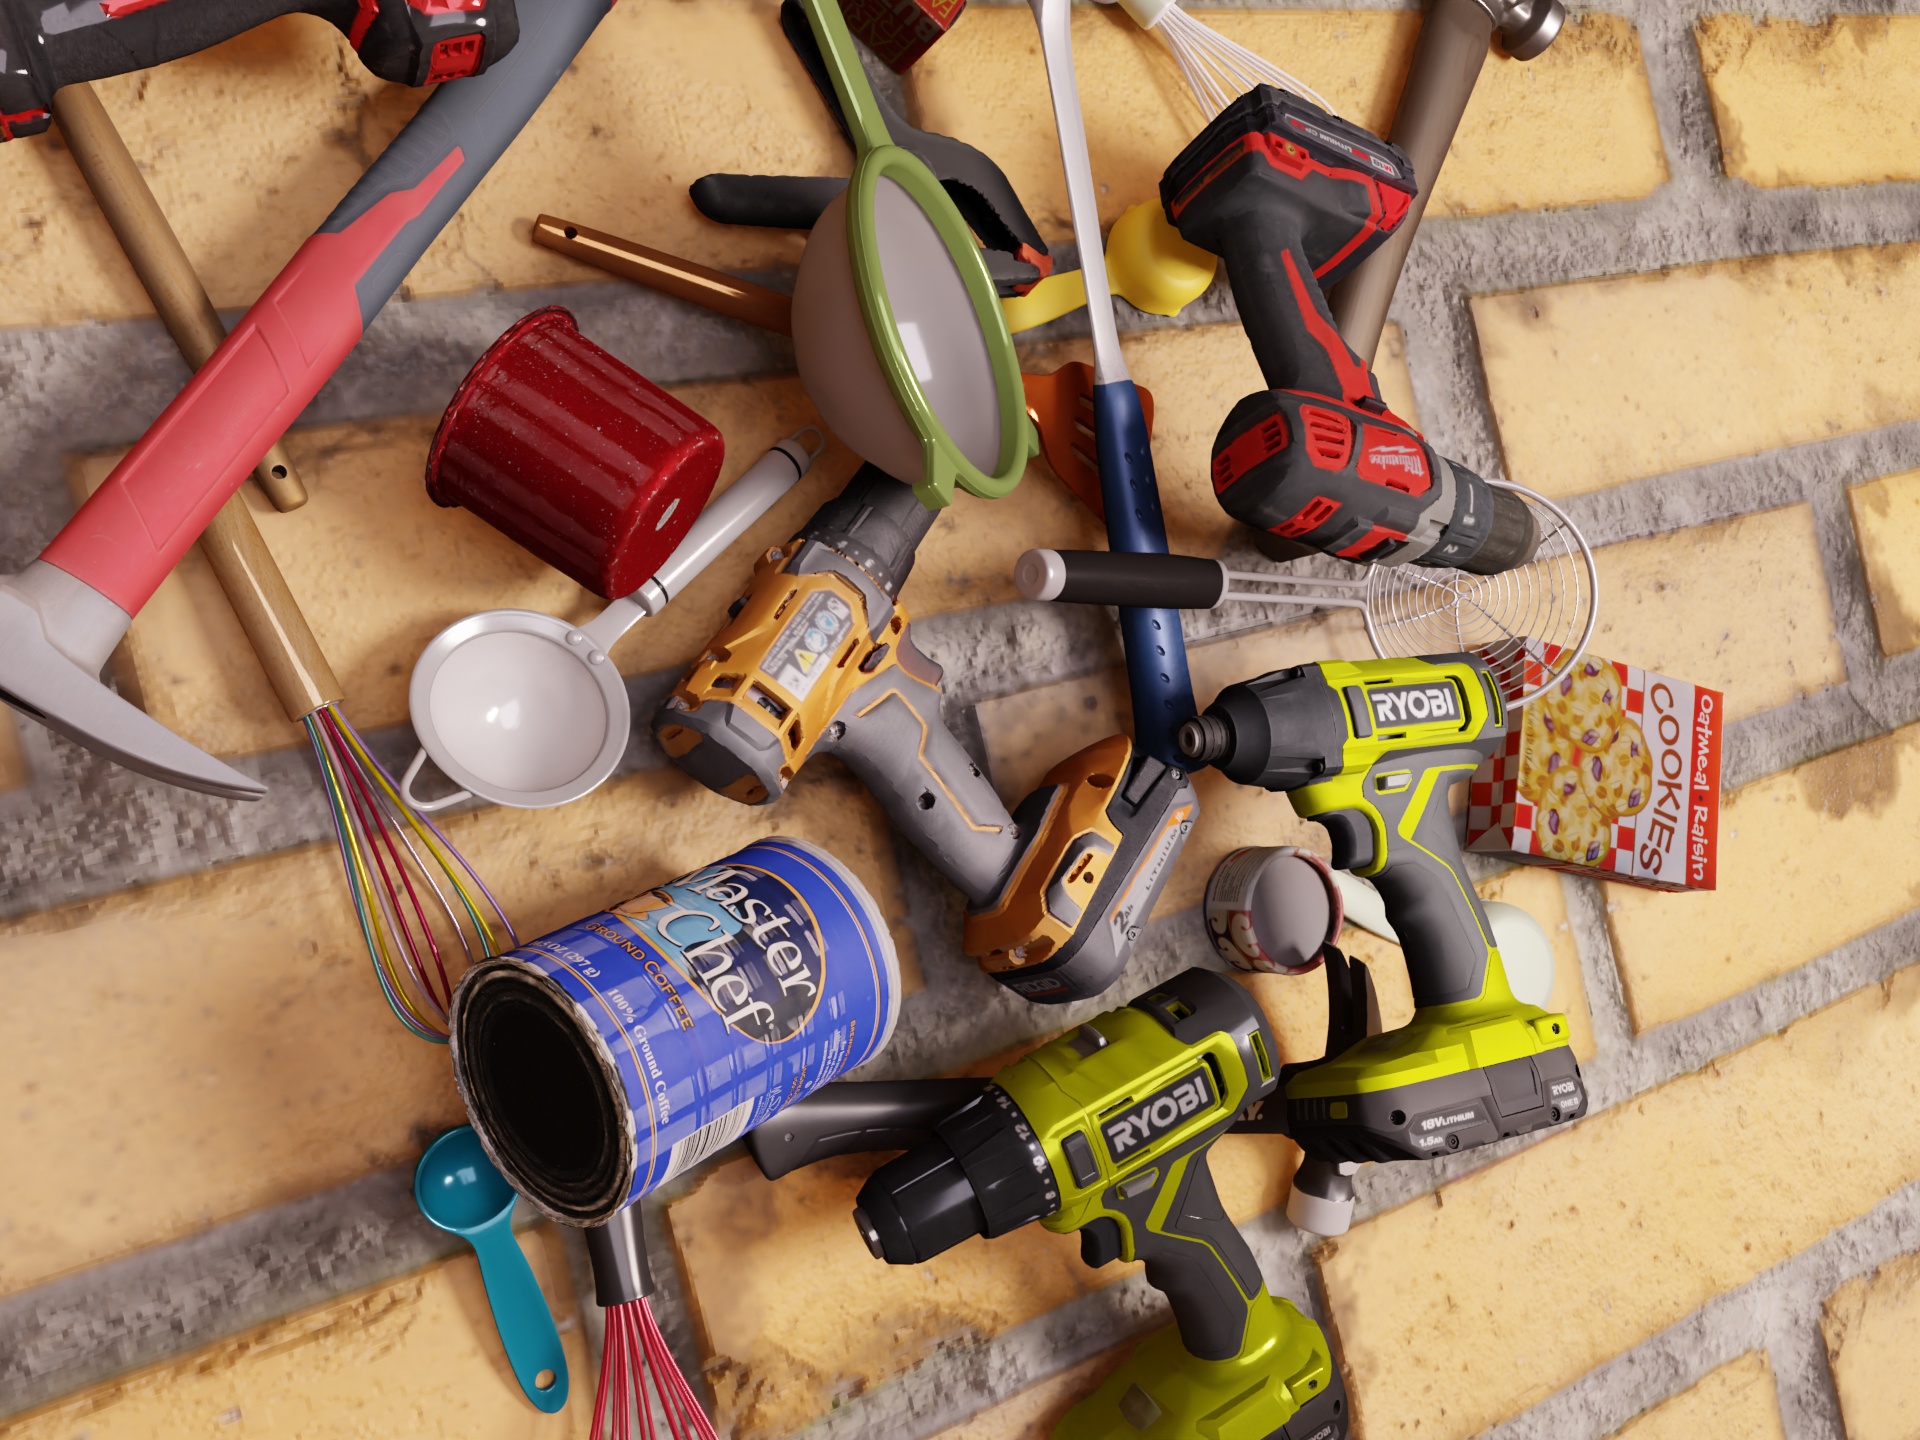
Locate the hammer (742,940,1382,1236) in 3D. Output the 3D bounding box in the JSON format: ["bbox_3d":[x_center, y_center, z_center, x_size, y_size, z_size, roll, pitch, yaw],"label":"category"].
[{"bbox_3d":[0.056,0.175,0.738,0.334,0.035,0.146,4,100,-24],"label":"hammer"}]

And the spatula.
[{"bbox_3d":[-0.040,-0.170,0.744,0.322,0.041,0.081,15,79,-22],"label":"spatula"}]

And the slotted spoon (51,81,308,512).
[{"bbox_3d":[-0.328,-0.221,0.592,0.070,0.031,0.313,-31,101,-27],"label":"slotted spoon"}]

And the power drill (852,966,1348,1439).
[{"bbox_3d":[0.069,0.244,0.699,0.190,0.080,0.228,-25,108,-17],"label":"power drill"}]

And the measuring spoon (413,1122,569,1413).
[{"bbox_3d":[-0.183,0.218,0.633,0.042,0.021,0.128,-22,104,-28],"label":"measuring spoon"}]

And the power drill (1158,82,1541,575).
[{"bbox_3d":[0.191,-0.175,0.768,0.187,0.080,0.227,10,62,-33],"label":"power drill"}]

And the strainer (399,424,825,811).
[{"bbox_3d":[-0.138,-0.046,0.668,0.087,0.050,0.258,44,61,-4],"label":"strainer"}]

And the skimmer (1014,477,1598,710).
[{"bbox_3d":[0.183,-0.064,0.772,0.363,0.090,0.127,-2,96,-43],"label":"skimmer"}]

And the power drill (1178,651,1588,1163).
[{"bbox_3d":[0.192,0.082,0.732,0.171,0.080,0.223,-5,77,-27],"label":"power drill"}]

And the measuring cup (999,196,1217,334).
[{"bbox_3d":[0.067,-0.222,0.800,0.156,0.029,0.062,-27,97,-27],"label":"measuring cup"}]

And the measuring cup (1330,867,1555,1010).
[{"bbox_3d":[0.259,0.117,0.862,0.167,0.038,0.083,29,72,-25],"label":"measuring cup"}]

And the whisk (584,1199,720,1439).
[{"bbox_3d":[-0.131,0.250,0.634,0.073,0.073,0.296,-8,82,-28],"label":"whisk"}]

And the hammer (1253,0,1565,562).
[{"bbox_3d":[0.231,-0.279,0.891,0.146,0.038,0.411,27,73,-22],"label":"hammer"}]

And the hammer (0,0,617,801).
[{"bbox_3d":[-0.226,-0.157,0.611,0.143,0.038,0.386,36,64,-19],"label":"hammer"}]

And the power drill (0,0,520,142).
[{"bbox_3d":[-0.280,-0.286,0.555,0.219,0.078,0.143,-20,99,-22],"label":"power drill"}]

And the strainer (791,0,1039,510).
[{"bbox_3d":[-0.050,-0.206,0.662,0.256,0.069,0.151,69,23,-11],"label":"strainer"}]

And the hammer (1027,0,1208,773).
[{"bbox_3d":[0.066,-0.170,0.753,0.144,0.035,0.405,-23,106,-51],"label":"hammer"}]

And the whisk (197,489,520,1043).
[{"bbox_3d":[-0.239,0.018,0.609,0.051,0.047,0.245,-29,94,-39],"label":"whisk"}]

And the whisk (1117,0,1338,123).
[{"bbox_3d":[0.111,-0.366,0.831,0.246,0.058,0.059,42,98,-14],"label":"whisk"}]

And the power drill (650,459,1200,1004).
[{"bbox_3d":[-0.001,-0.002,0.716,0.226,0.084,0.185,38,62,-14],"label":"power drill"}]
